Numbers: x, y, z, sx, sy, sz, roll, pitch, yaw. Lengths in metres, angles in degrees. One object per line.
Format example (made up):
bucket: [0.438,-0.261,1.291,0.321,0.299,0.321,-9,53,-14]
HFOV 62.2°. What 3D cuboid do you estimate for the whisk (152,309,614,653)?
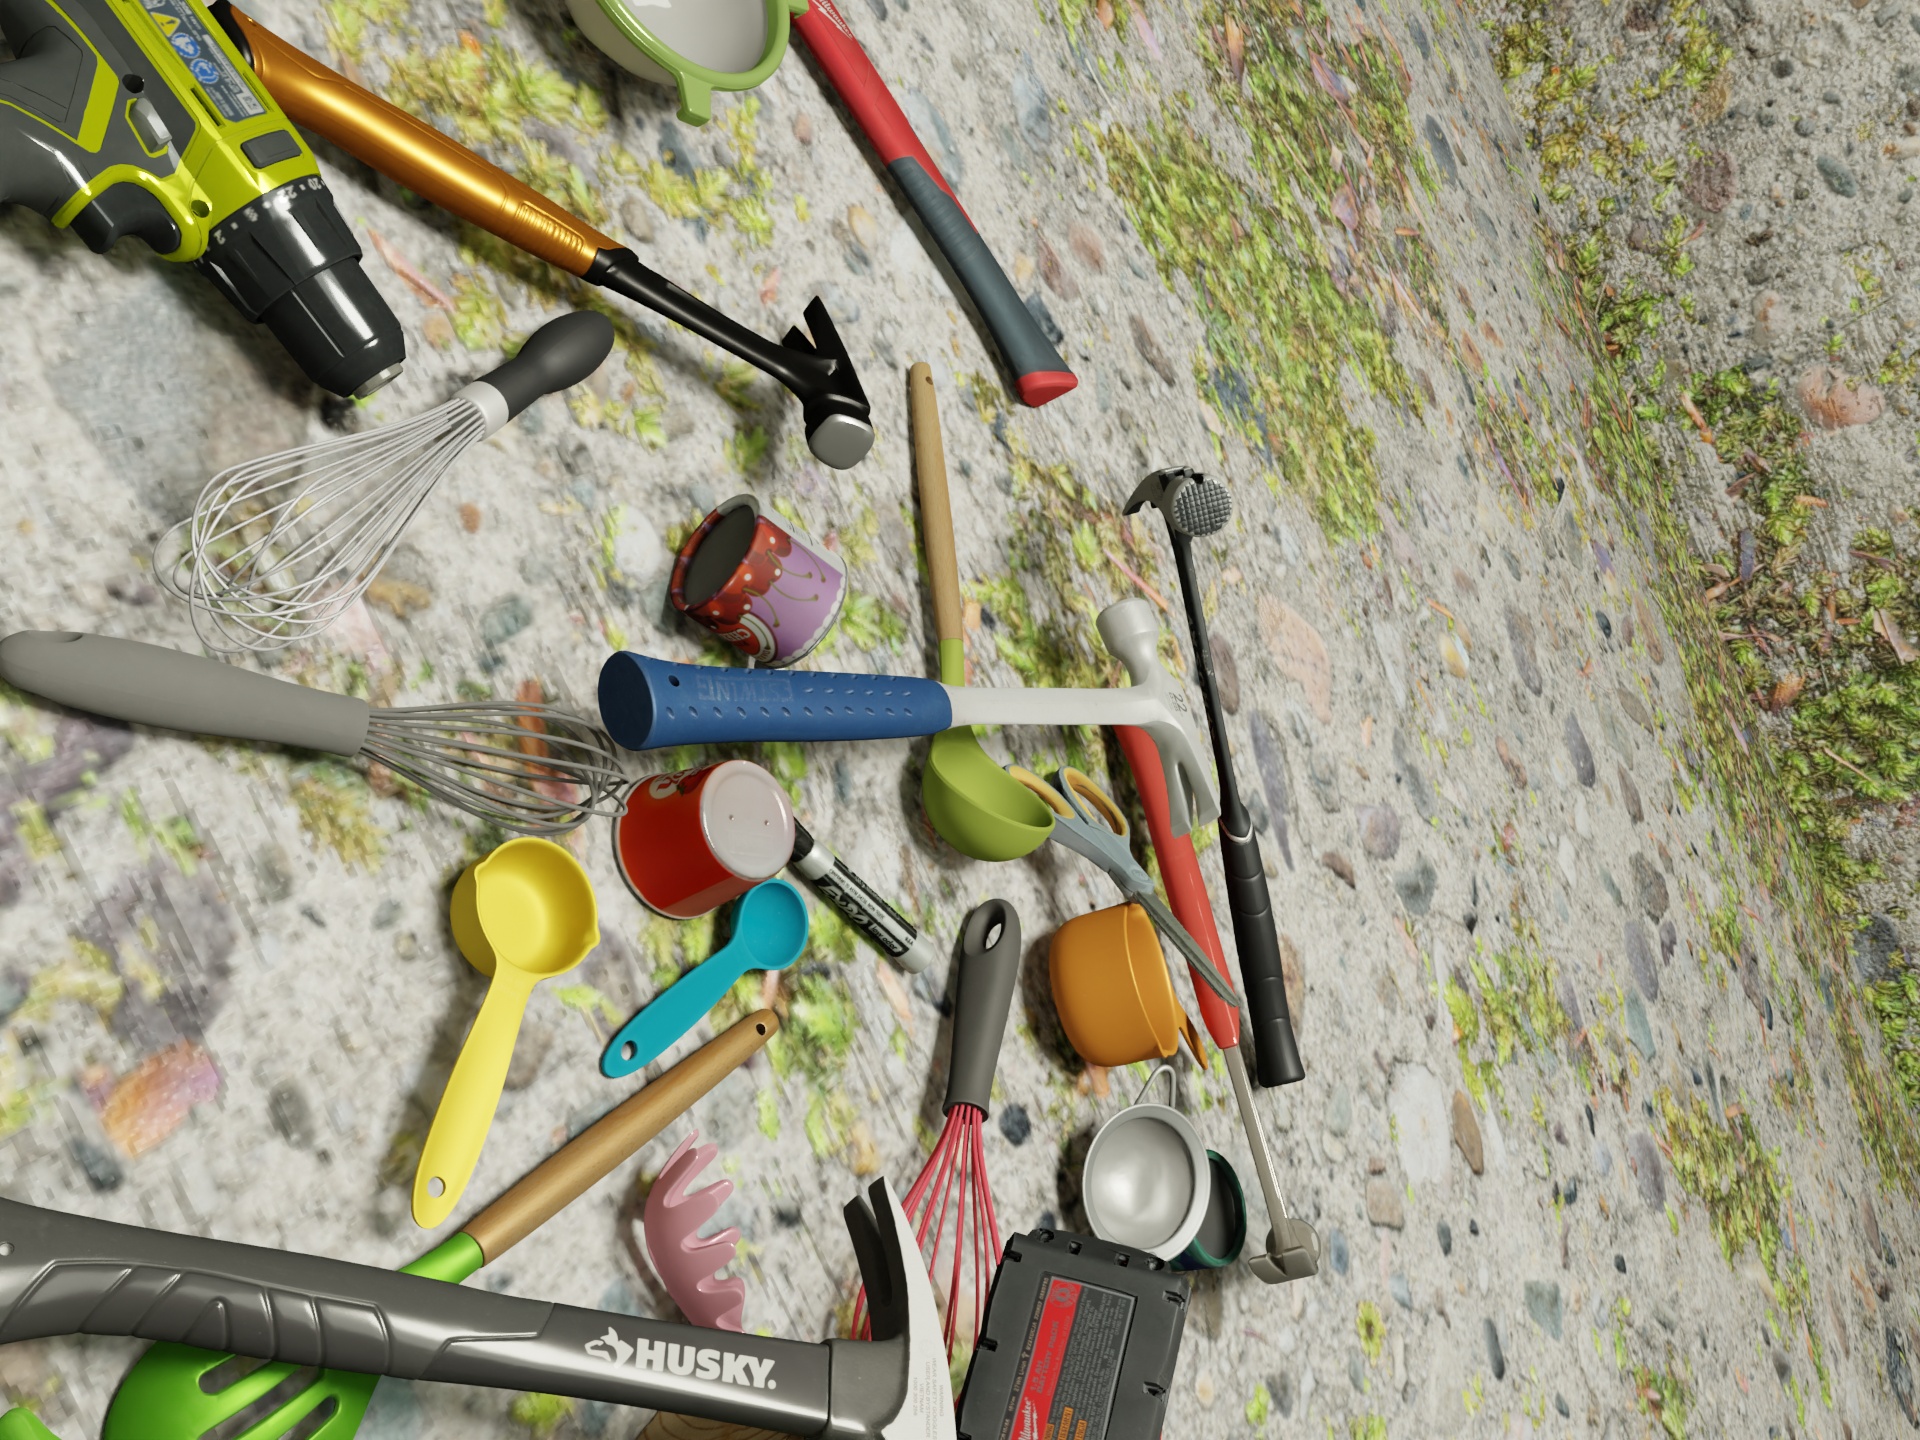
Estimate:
whisk: [-0.218,-0.115,0.655,0.070,0.070,0.285,55,35,-18]

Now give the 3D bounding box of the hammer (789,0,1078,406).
hammer: [-0.036,-0.373,1.010,0.386,0.038,0.143,54,38,-19]

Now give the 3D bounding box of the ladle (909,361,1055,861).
ladle: [0.000,-0.072,0.901,0.078,0.062,0.320,16,59,-43]

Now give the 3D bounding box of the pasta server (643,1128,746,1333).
pasta server: [-0.054,0.316,0.666,0.316,0.040,0.060,64,-5,-11]

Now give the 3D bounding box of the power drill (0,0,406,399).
power drill: [-0.312,-0.168,0.546,0.190,0.080,0.229,56,37,-16]

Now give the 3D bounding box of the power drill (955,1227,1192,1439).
power drill: [0.051,0.325,0.694,0.219,0.078,0.143,81,24,-50]

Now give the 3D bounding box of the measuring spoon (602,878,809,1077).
measuring spoon: [-0.117,0.115,0.706,0.128,0.021,0.042,-40,113,-42]

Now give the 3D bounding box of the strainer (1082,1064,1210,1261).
strainer: [0.093,0.316,0.846,0.086,0.050,0.259,15,67,-27]

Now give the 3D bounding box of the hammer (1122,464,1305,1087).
hammer: [0.163,0.043,0.983,0.149,0.036,0.408,-119,-164,-75]

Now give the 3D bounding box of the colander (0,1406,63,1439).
colander: [-0.132,0.334,0.500,0.397,0.204,0.094,44,15,-4]

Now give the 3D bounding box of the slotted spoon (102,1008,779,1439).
slotted spoon: [-0.167,0.183,0.601,0.314,0.031,0.070,-31,93,-54]

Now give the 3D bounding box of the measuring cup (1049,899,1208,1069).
measuring cup: [0.099,0.171,0.918,0.173,0.052,0.095,55,24,-50]

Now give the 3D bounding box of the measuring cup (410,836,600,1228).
measuring cup: [-0.184,0.117,0.607,0.062,0.029,0.157,39,47,-34]

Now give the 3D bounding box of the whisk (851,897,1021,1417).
whisk: [-0.001,0.207,0.768,0.073,0.073,0.296,43,39,-30]

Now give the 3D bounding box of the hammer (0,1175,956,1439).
hammer: [-0.152,0.198,0.524,0.334,0.035,0.146,20,45,-23]

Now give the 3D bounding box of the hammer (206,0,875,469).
hammer: [-0.185,-0.228,0.743,0.336,0.034,0.127,24,31,-37]

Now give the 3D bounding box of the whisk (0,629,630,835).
whisk: [-0.227,0.005,0.594,0.238,0.055,0.055,16,61,-41]

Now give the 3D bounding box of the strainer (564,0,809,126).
strainer: [-0.198,-0.422,0.808,0.256,0.069,0.152,47,45,-25]

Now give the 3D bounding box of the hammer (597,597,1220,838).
hammer: [-0.001,-0.003,0.791,0.405,0.035,0.144,0,64,-49]

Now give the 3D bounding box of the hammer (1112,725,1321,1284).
hammer: [0.145,0.146,0.942,0.149,0.036,0.359,49,25,-66]
